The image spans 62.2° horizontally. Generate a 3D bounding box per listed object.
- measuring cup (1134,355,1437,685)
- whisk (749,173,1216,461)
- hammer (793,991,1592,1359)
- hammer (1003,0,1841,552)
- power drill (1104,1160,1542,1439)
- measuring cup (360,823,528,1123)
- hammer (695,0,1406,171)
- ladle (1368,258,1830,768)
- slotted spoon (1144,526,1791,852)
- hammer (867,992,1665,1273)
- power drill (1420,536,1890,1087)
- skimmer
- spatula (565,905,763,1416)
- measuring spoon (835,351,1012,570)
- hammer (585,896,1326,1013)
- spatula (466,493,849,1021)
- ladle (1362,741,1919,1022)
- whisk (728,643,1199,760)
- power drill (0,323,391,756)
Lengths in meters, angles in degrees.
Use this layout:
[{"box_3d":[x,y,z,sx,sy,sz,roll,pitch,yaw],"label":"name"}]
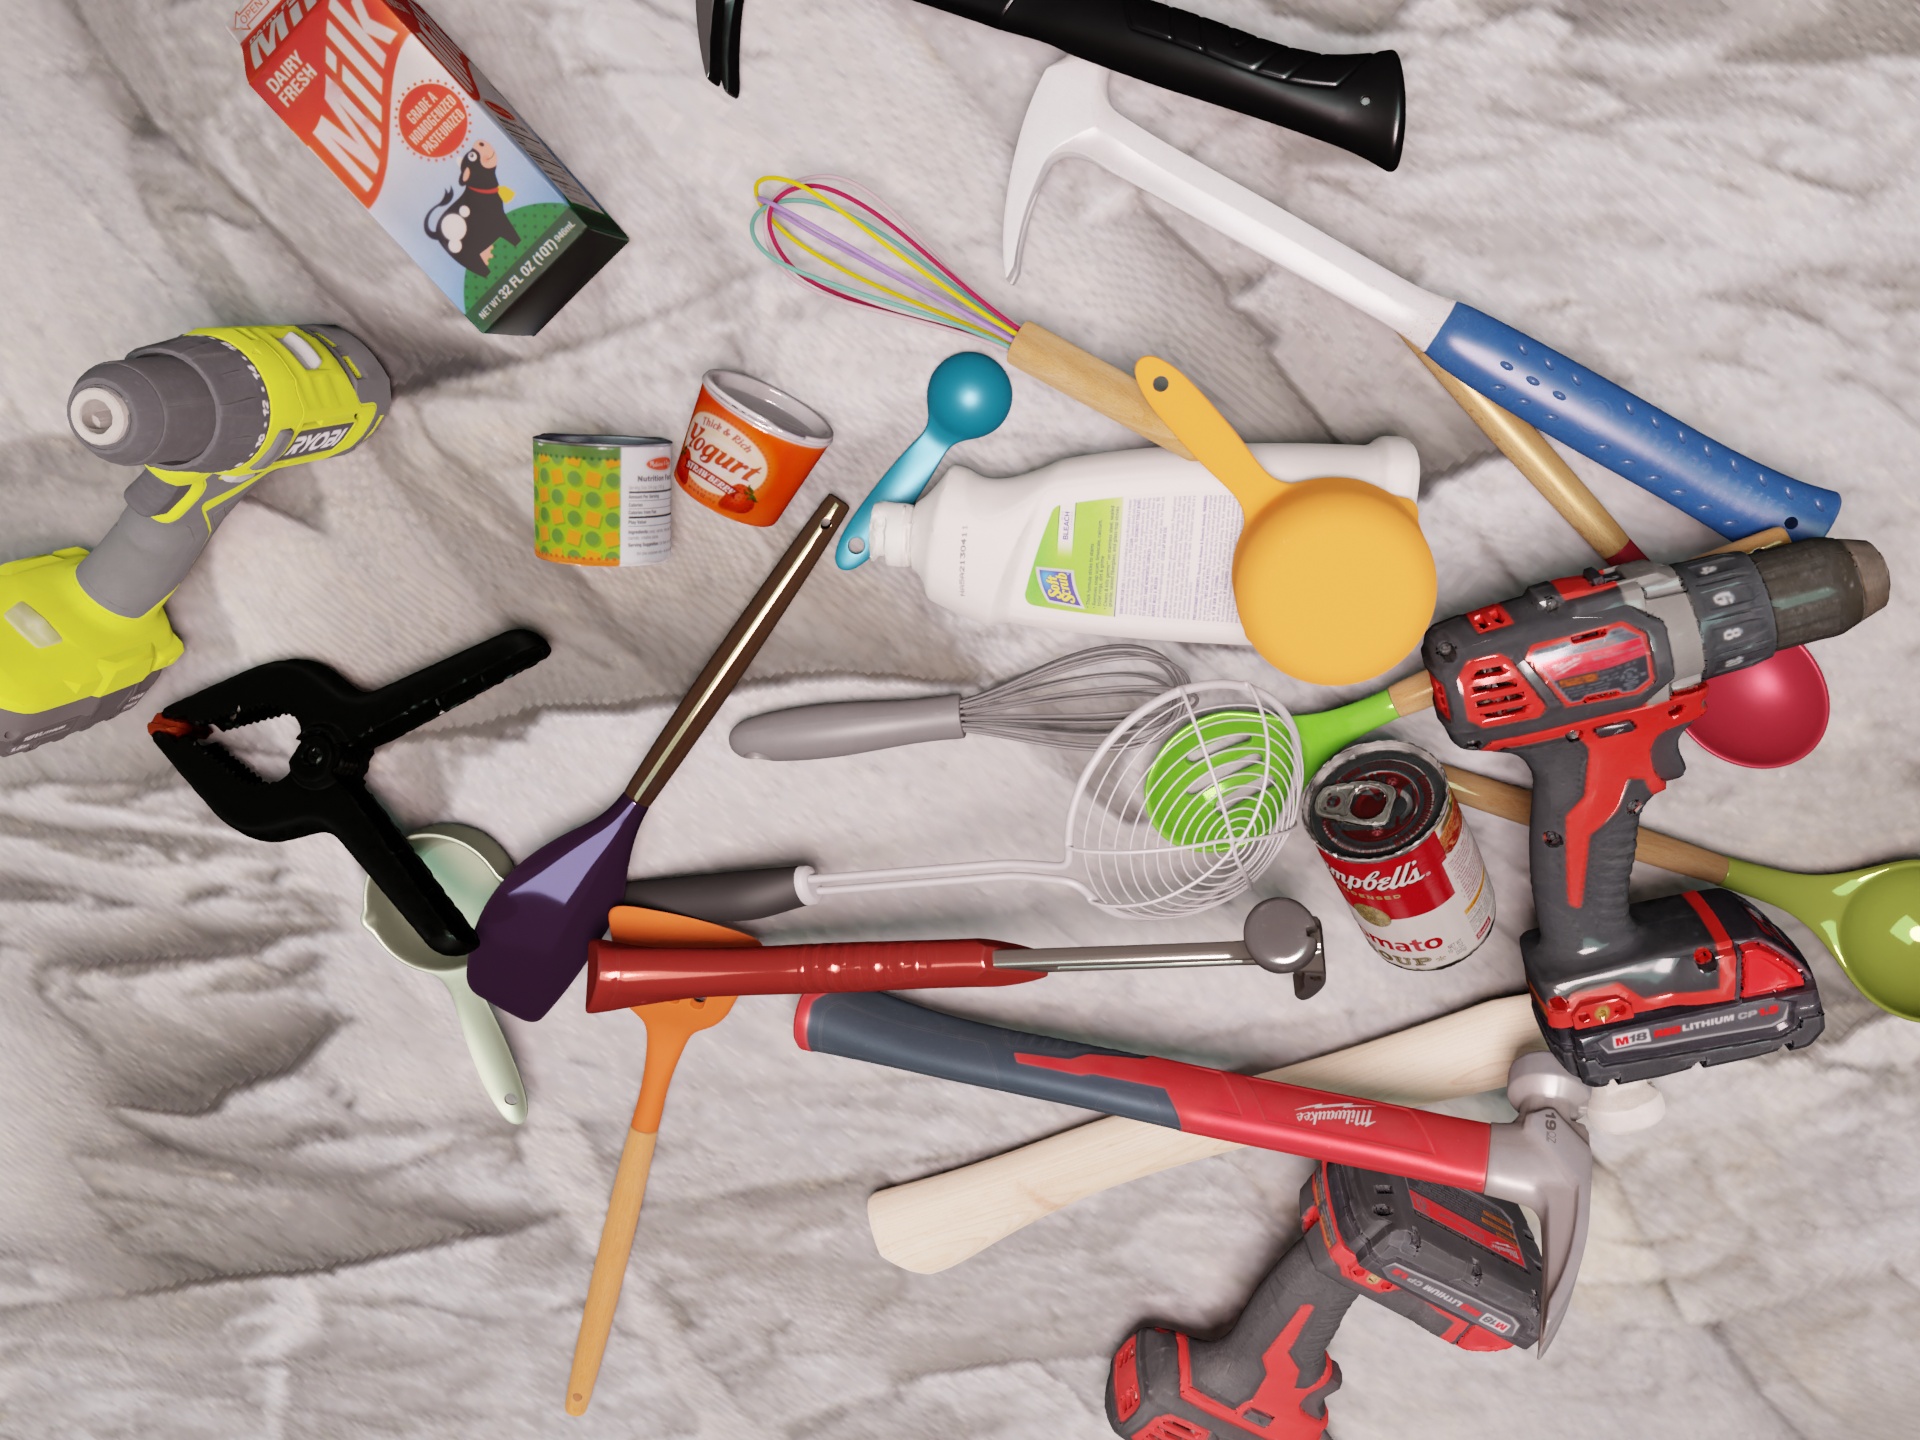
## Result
[{"box_3d":[0.135,-0.089,0.688,0.095,0.052,0.173,-41,101,19],"label":"measuring cup"},{"box_3d":[0.007,-0.185,0.728,0.245,0.051,0.047,30,136,7],"label":"whisk"},{"box_3d":[0.096,0.191,0.763,0.386,0.143,0.038,8,132,17],"label":"hammer"},{"box_3d":[0.206,-0.180,0.726,0.405,0.035,0.144,30,103,2],"label":"hammer"},{"box_3d":[0.189,0.320,0.816,0.143,0.079,0.219,30,116,-13],"label":"power drill"},{"box_3d":[-0.257,0.133,0.846,0.083,0.038,0.167,-15,103,7],"label":"measuring cup"},{"box_3d":[0.036,-0.306,0.695,0.335,0.035,0.146,24,102,12],"label":"hammer"},{"box_3d":[0.296,-0.100,0.759,0.069,0.031,0.315,-44,94,1],"label":"ladle"},{"box_3d":[0.231,-0.017,0.753,0.314,0.031,0.070,-25,101,21],"label":"slotted spoon"},{"box_3d":[0.143,0.197,0.830,0.410,0.038,0.146,-19,99,8],"label":"hammer"},{"box_3d":[0.320,0.035,0.706,0.188,0.080,0.226,-15,106,12],"label":"power drill"},{"box_3d":[-0.014,0.056,0.792,0.363,0.090,0.127,-7,130,23],"label":"skimmer"},{"box_3d":[-0.179,0.245,0.861,0.081,0.041,0.322,14,104,-4],"label":"spatula"},{"box_3d":[-0.022,-0.124,0.779,0.042,0.021,0.128,37,103,-4],"label":"measuring spoon"},{"box_3d":[-0.008,0.118,0.768,0.359,0.149,0.037,-4,74,11],"label":"hammer"},{"box_3d":[-0.152,0.018,0.804,0.059,0.018,0.316,34,96,-14],"label":"spatula"},{"box_3d":[0.351,0.068,0.777,0.320,0.062,0.078,18,100,3],"label":"ladle"},{"box_3d":[-0.001,-0.002,0.793,0.239,0.055,0.055,-6,102,9],"label":"whisk"},{"box_3d":[-0.382,-0.091,0.731,0.228,0.190,0.080,-43,96,16],"label":"power drill"}]
